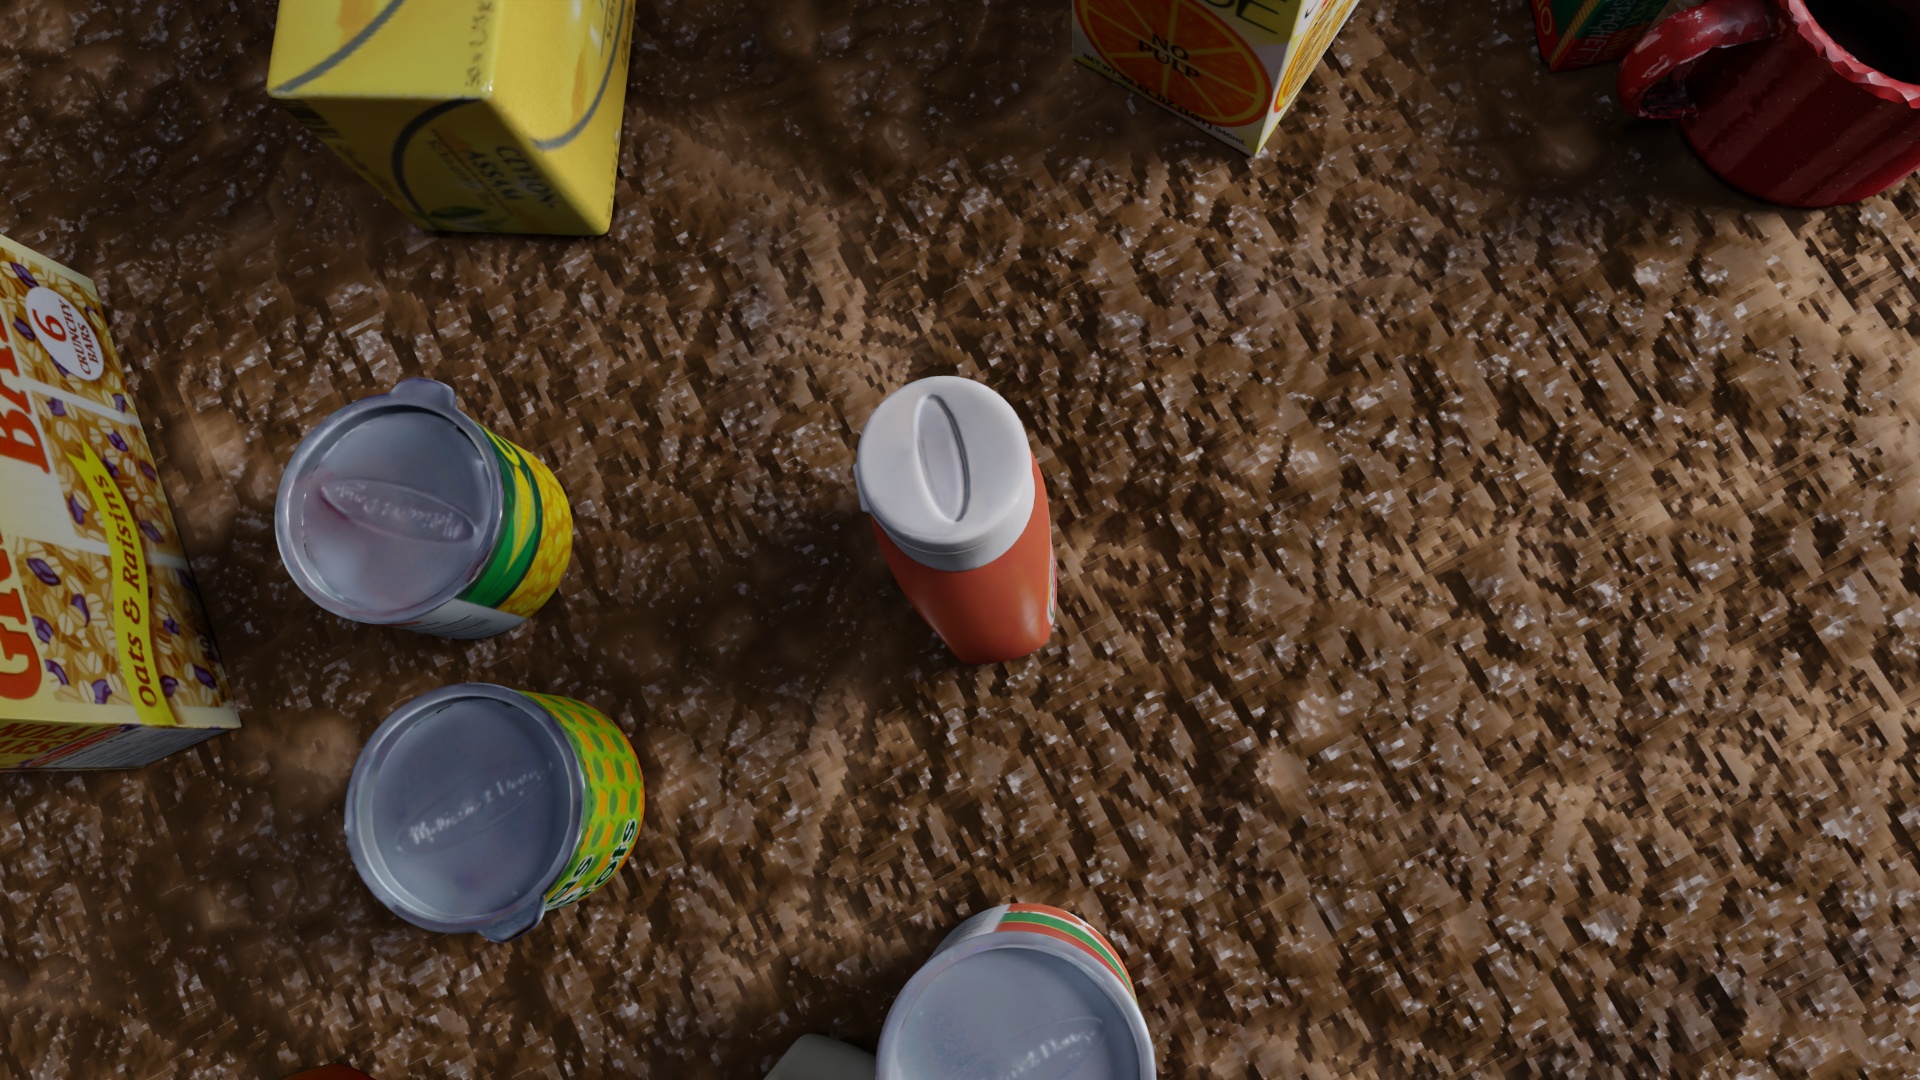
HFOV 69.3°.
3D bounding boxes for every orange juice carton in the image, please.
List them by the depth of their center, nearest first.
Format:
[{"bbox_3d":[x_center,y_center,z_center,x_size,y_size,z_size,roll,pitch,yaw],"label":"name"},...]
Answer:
[{"bbox_3d":[0.077,-0.185,0.361,0.072,0.192,0.073,32,85,9],"label":"orange juice carton"}]

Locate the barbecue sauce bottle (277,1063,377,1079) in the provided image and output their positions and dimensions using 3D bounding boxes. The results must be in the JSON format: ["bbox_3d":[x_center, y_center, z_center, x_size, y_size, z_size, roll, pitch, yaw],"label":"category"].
[{"bbox_3d":[-0.183,0.174,0.341,0.044,0.148,0.065,-44,80,-3],"label":"barbecue sauce bottle"}]

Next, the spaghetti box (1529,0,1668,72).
[{"bbox_3d":[0.182,-0.274,0.441,0.029,0.050,0.250,-8,80,3],"label":"spaghetti box"}]

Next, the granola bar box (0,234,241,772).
[{"bbox_3d":[-0.282,-0.017,0.395,0.039,0.124,0.166,-24,79,0],"label":"granola bar box"}]

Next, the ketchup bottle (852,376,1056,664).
[{"bbox_3d":[0.001,-0.004,0.358,0.043,0.148,0.065,-13,80,2],"label":"ketchup bottle"}]

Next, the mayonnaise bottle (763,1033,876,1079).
[{"bbox_3d":[-0.047,0.163,0.332,0.041,0.148,0.065,19,83,8],"label":"mayonnaise bottle"}]

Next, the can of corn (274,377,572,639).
[{"bbox_3d":[-0.157,-0.007,0.417,0.071,0.058,0.071,-1,80,4],"label":"can of corn"}]

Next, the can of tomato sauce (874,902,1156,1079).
[{"bbox_3d":[0.017,0.134,0.365,0.071,0.083,0.071,-1,80,5],"label":"can of tomato sauce"}]

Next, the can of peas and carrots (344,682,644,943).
[{"bbox_3d":[-0.129,0.078,0.399,0.071,0.058,0.071,-1,80,4],"label":"can of peas and carrots"}]
